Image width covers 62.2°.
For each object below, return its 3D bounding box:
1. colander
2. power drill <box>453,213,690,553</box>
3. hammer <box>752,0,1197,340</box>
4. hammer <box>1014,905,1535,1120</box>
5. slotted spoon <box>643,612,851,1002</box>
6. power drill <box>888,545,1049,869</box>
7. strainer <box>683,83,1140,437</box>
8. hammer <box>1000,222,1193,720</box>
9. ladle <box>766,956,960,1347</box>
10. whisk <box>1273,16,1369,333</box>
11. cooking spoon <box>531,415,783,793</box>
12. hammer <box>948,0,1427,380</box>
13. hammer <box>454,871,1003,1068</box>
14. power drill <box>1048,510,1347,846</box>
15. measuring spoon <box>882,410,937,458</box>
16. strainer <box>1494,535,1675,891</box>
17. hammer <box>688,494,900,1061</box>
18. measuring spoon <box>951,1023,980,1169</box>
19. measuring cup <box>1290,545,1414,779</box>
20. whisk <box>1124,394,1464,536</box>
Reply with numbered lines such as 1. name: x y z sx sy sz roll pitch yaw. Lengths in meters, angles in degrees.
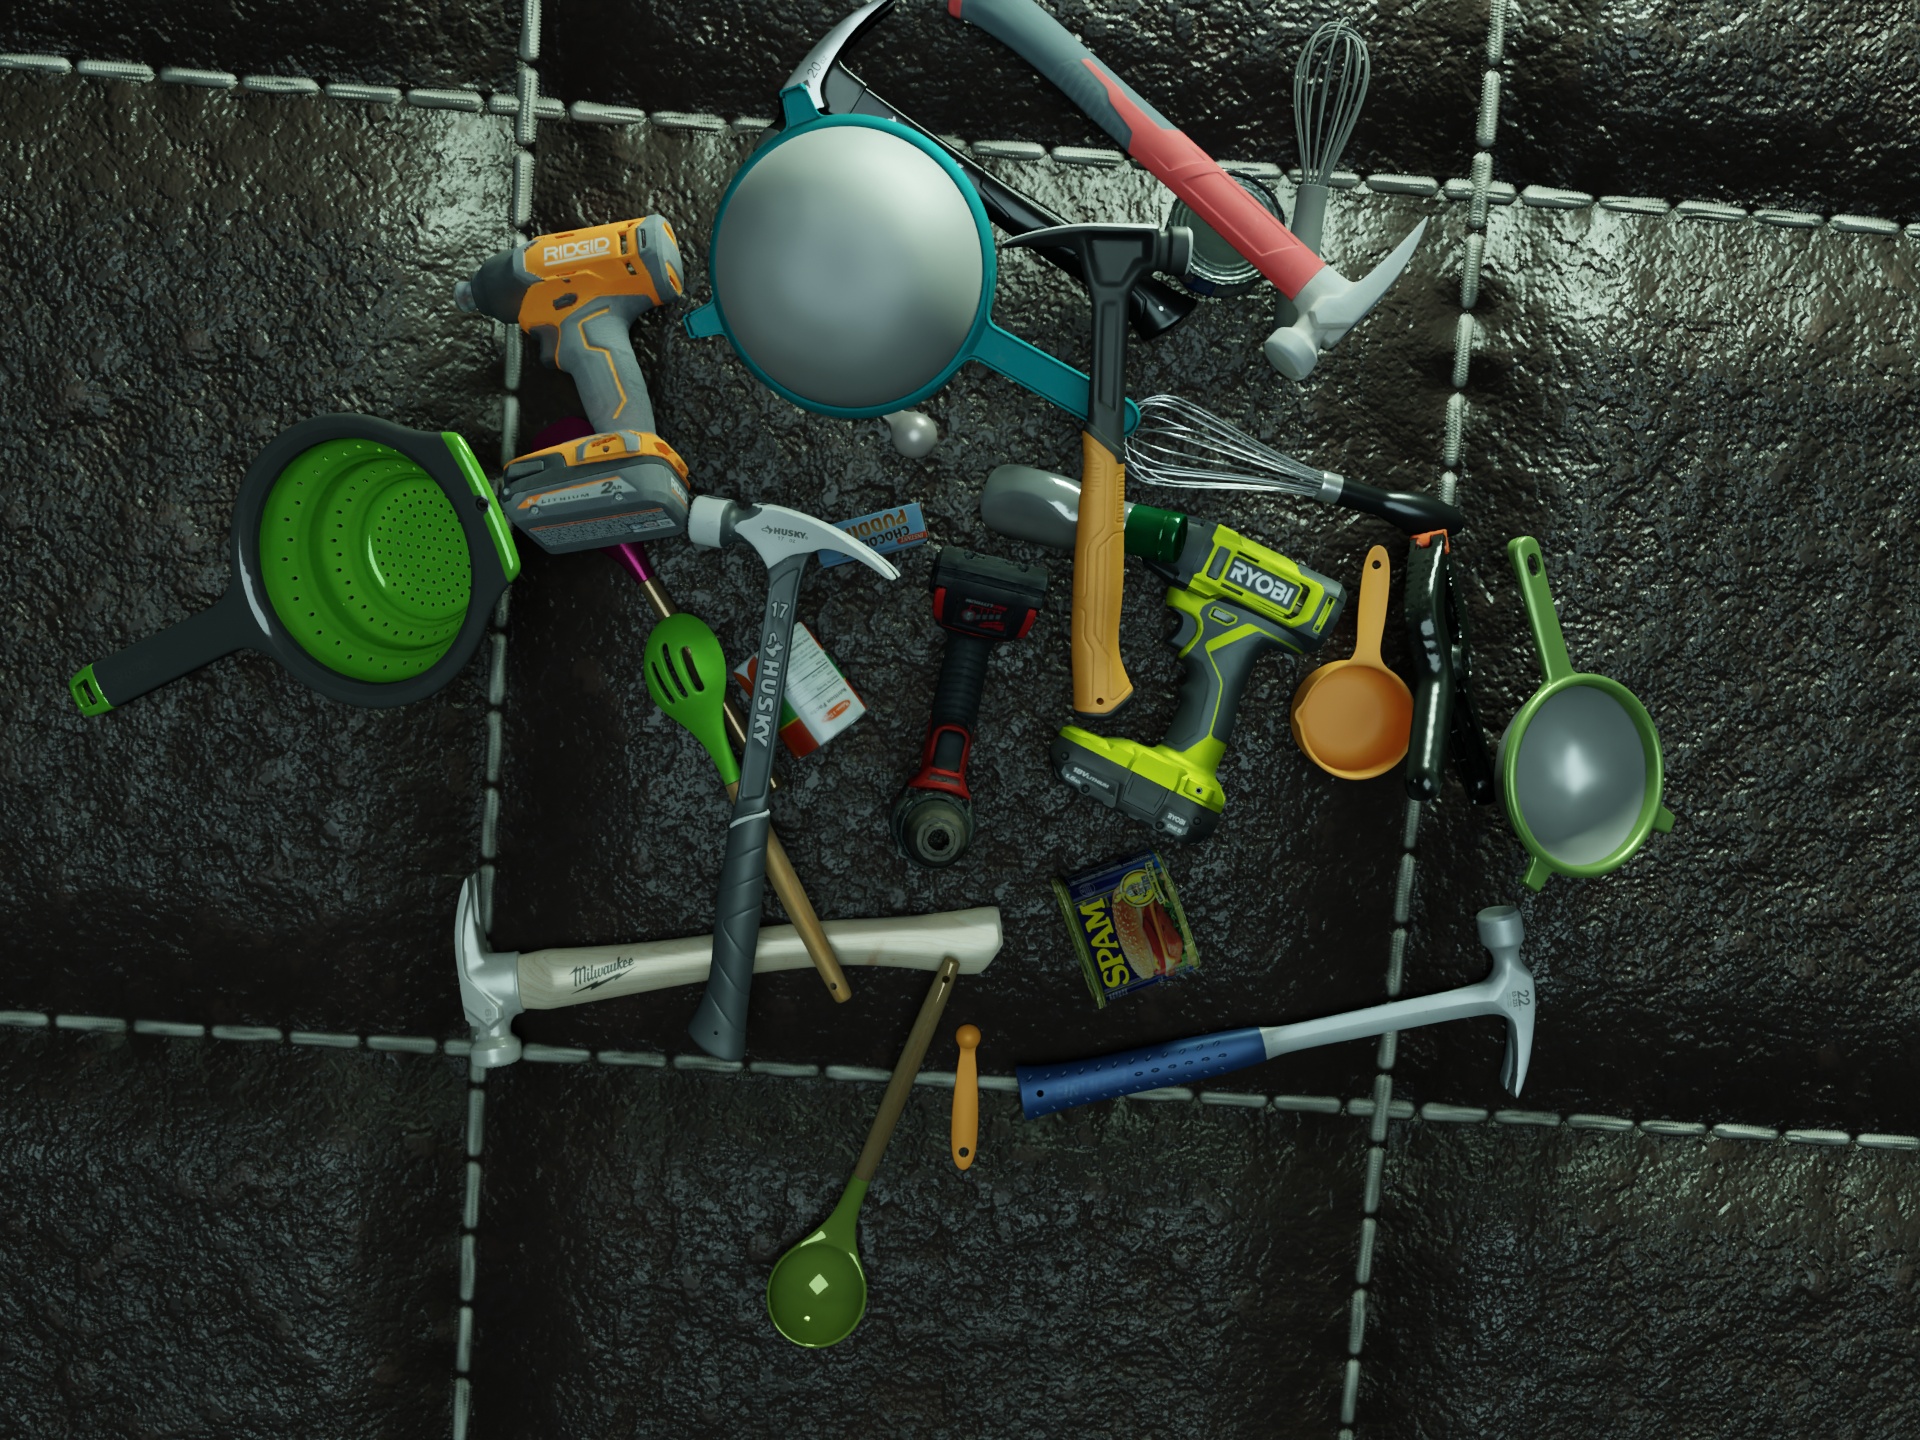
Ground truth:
1. colander: -0.475 -0.090 1.157 0.397 0.094 0.204 -21 97 18
2. power drill: -0.274 -0.238 1.118 0.164 0.084 0.227 -8 76 6
3. hammer: 0.027 -0.386 1.159 0.334 0.035 0.146 32 95 -5
4. hammer: 0.245 0.254 1.230 0.405 0.035 0.144 -12 96 -1
5. slotted spoon: -0.154 0.067 1.175 0.070 0.031 0.314 -24 94 23
6. power drill: -0.002 -0.004 1.124 0.080 0.188 0.227 13 91 -3
7. strainer: -0.030 -0.281 1.103 0.340 0.095 0.211 29 109 2
8. hammer: 0.090 -0.166 1.092 0.127 0.034 0.336 0 102 -2
9. ladle: -0.065 0.328 1.205 0.078 0.062 0.320 21 99 -7
10. whisk: 0.258 -0.388 1.161 0.055 0.055 0.239 8 99 -3
11. cooking spoon: -0.221 -0.083 1.190 0.069 0.017 0.319 -31 95 3
12. hammer: 0.148 -0.421 1.127 0.386 0.038 0.143 44 87 4
13. hammer: -0.174 0.169 1.209 0.410 0.038 0.146 -6 95 -2
14. power drill: 0.160 -0.036 1.179 0.171 0.080 0.223 26 91 3
15. measuring spoon: -0.066 -0.244 1.178 0.124 0.018 0.034 45 93 -5
16. strainer: 0.432 -0.010 1.186 0.151 0.069 0.256 -19 96 -22
17. hammer: -0.143 0.052 1.140 0.149 0.036 0.409 11 102 6
18. measuring spoon: 0.004 0.295 1.239 0.021 0.011 0.117 2 96 -2
19. measuring cup: 0.297 -0.044 1.194 0.095 0.052 0.173 6 94 -2
20. whisk: 0.242 -0.182 1.178 0.284 0.070 0.070 14 95 -8
